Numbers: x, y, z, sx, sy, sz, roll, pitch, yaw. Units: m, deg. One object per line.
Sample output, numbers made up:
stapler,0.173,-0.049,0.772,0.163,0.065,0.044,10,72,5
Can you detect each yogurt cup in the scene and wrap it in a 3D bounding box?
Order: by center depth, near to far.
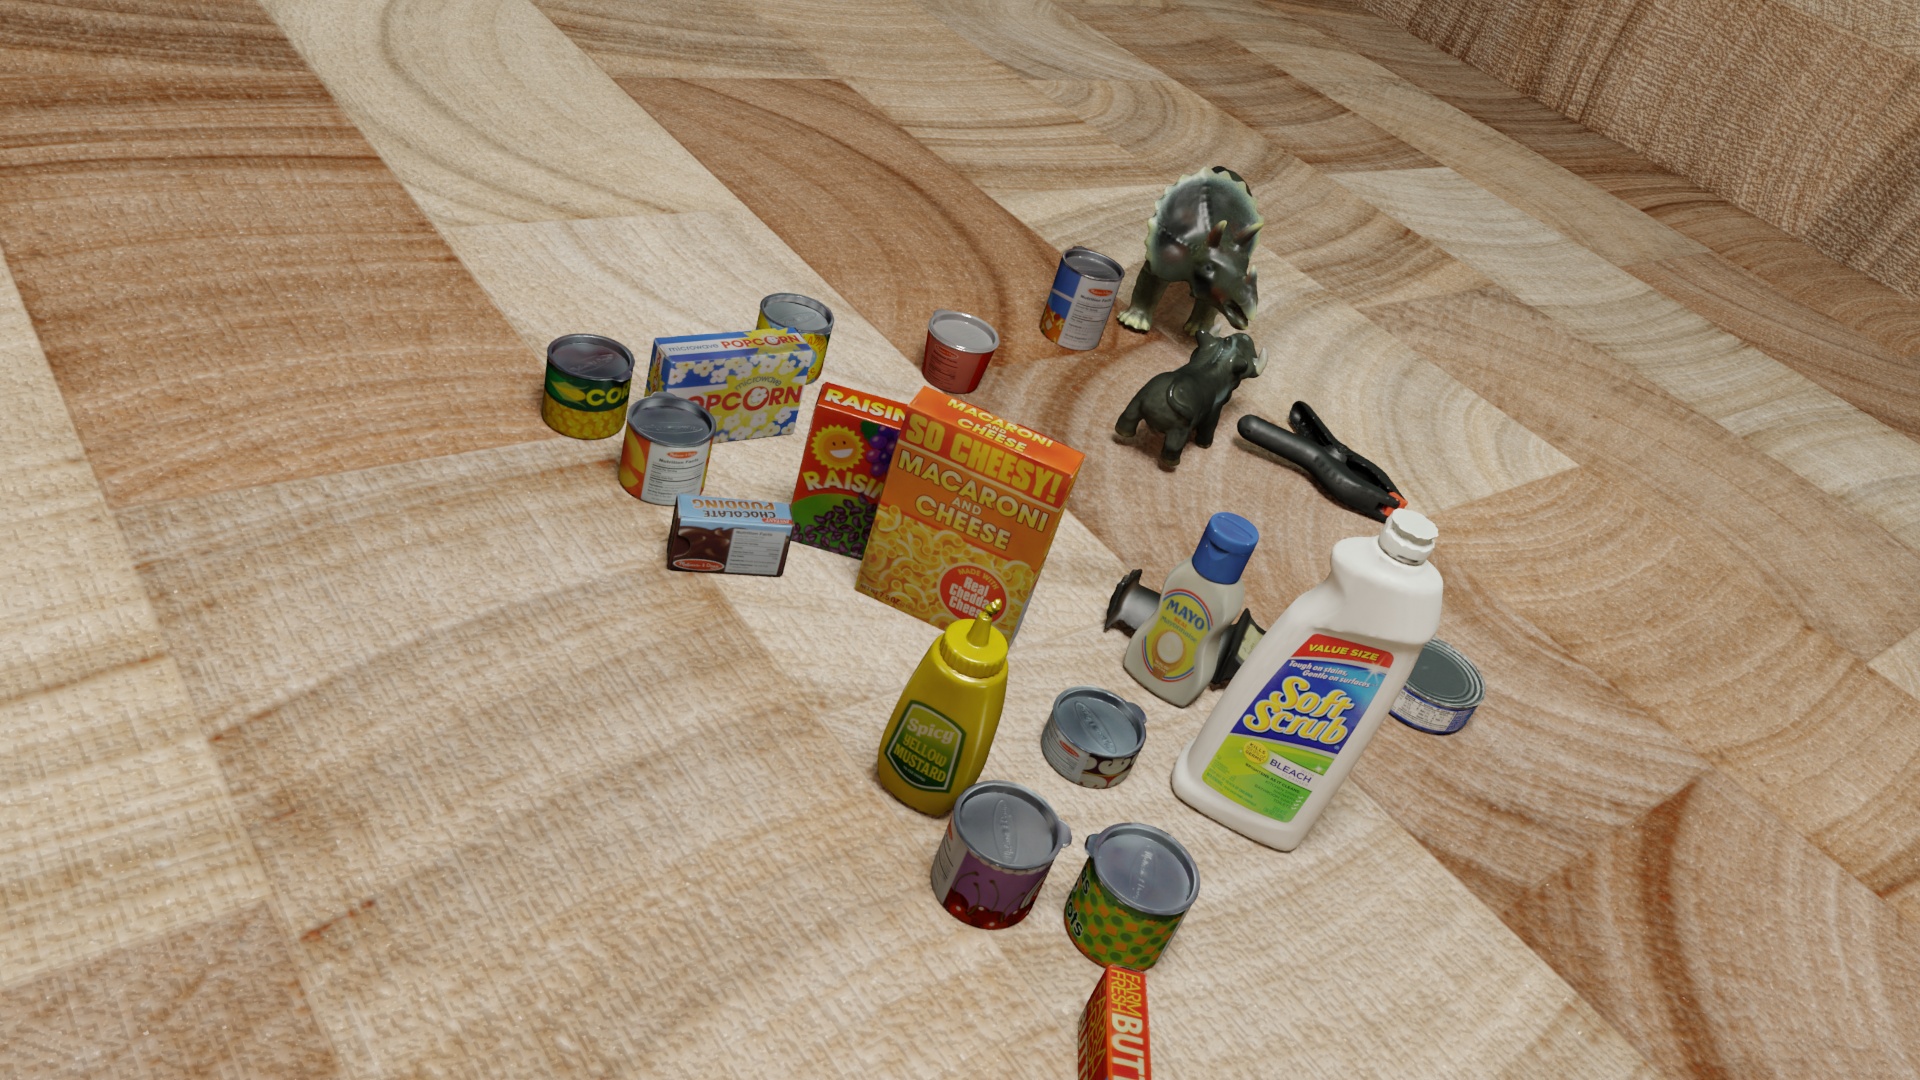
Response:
yogurt cup,-0.003,-0.173,1.291,0.072,0.053,0.073,12,36,-9

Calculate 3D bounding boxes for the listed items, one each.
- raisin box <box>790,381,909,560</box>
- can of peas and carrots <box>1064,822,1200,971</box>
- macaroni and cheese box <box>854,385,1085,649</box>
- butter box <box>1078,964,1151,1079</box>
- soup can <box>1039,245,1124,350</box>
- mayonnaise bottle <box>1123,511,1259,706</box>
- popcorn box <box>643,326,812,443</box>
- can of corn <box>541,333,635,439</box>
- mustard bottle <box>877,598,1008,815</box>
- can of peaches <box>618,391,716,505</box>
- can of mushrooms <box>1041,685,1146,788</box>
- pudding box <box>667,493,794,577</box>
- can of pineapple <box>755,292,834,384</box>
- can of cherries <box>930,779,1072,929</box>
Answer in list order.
raisin box,-0.076,-0.048,1.032,0.086,0.122,0.040,16,35,-3
can of peas and carrots,0.098,0.210,0.819,0.071,0.058,0.071,12,36,-9
macaroni and cheese box,0.004,-0.012,0.982,0.124,0.165,0.040,24,35,7
butter box,0.080,0.279,0.723,0.024,0.052,0.104,15,35,-5
soup can,0.123,-0.248,1.422,0.071,0.083,0.072,12,36,-9
mayonnaise bottle,0.168,0.047,0.991,0.065,0.147,0.041,35,38,22
popcorn box,-0.188,-0.123,1.115,0.127,0.084,0.038,-11,44,-35
can of corn,-0.290,-0.119,1.087,0.071,0.058,0.071,12,36,-9
mustard bottle,-0.005,0.096,0.839,0.065,0.159,0.049,28,36,13
can of peaches,-0.222,-0.069,1.051,0.071,0.057,0.071,12,36,-9
can of mushrooms,0.092,0.133,0.941,0.071,0.033,0.071,12,36,-9
pudding box,-0.165,-0.003,0.995,0.084,0.049,0.030,4,38,-20
can of pineapple,-0.149,-0.177,1.228,0.071,0.057,0.071,12,36,-9
can of cherries,0.023,0.186,0.818,0.071,0.058,0.072,12,36,-9
